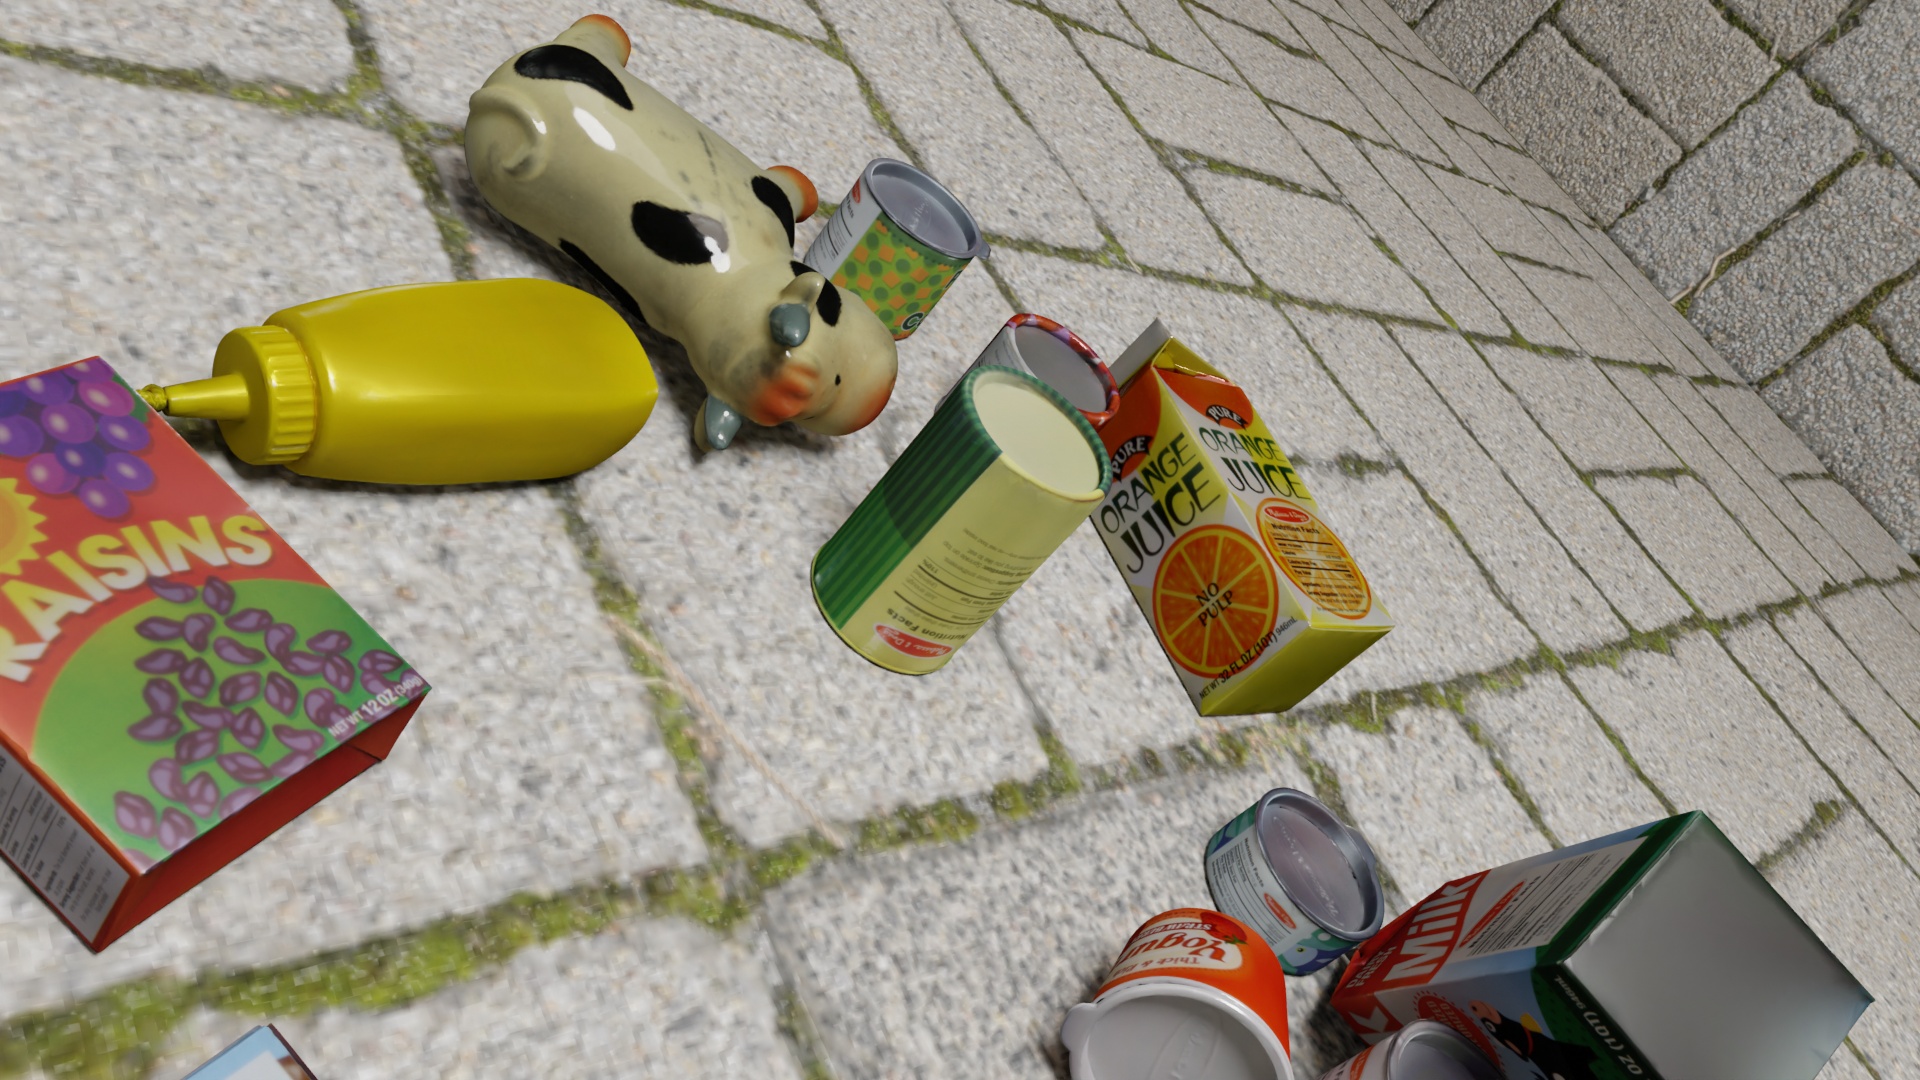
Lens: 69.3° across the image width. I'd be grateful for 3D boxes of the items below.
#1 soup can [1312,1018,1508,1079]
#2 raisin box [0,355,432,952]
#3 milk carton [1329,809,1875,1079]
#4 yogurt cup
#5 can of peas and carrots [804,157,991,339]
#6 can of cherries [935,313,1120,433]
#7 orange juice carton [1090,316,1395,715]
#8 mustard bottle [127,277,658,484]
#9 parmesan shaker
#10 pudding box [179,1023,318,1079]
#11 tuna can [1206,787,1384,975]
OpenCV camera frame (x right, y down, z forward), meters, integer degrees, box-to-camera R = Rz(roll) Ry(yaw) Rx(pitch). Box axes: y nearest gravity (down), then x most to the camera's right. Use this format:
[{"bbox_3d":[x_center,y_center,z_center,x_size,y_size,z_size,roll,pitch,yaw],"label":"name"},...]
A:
[{"bbox_3d":[0.128,0.199,0.425,0.071,0.083,0.072,27,37,-22],"label":"soup can"},{"bbox_3d":[-0.204,0.021,0.329,0.123,0.040,0.086,45,34,1],"label":"raisin box"},{"bbox_3d":[0.194,0.157,0.470,0.074,0.189,0.072,-35,79,-22],"label":"milk carton"},{"bbox_3d":[0.073,0.154,0.440,0.072,0.072,0.054,43,25,1],"label":"yogurt cup"},{"bbox_3d":[-0.031,-0.138,0.666,0.071,0.058,0.071,28,36,-22],"label":"can of peas and carrots"},{"bbox_3d":[0.033,-0.063,0.647,0.071,0.058,0.072,27,37,-22],"label":"can of cherries"},{"bbox_3d":[0.115,-0.016,0.666,0.073,0.071,0.193,5,48,-43],"label":"orange juice carton"},{"bbox_3d":[-0.172,-0.048,0.429,0.161,0.048,0.065,-12,60,-50],"label":"mustard bottle"},{"bbox_3d":[0.002,-0.006,0.510,0.071,0.102,0.072,27,36,-22],"label":"parmesan shaker"},{"bbox_3d":[-0.153,0.136,0.257,0.050,0.030,0.084,47,34,6],"label":"pudding box"},{"bbox_3d":[0.133,0.134,0.549,0.071,0.032,0.071,27,36,-22],"label":"tuna can"}]
